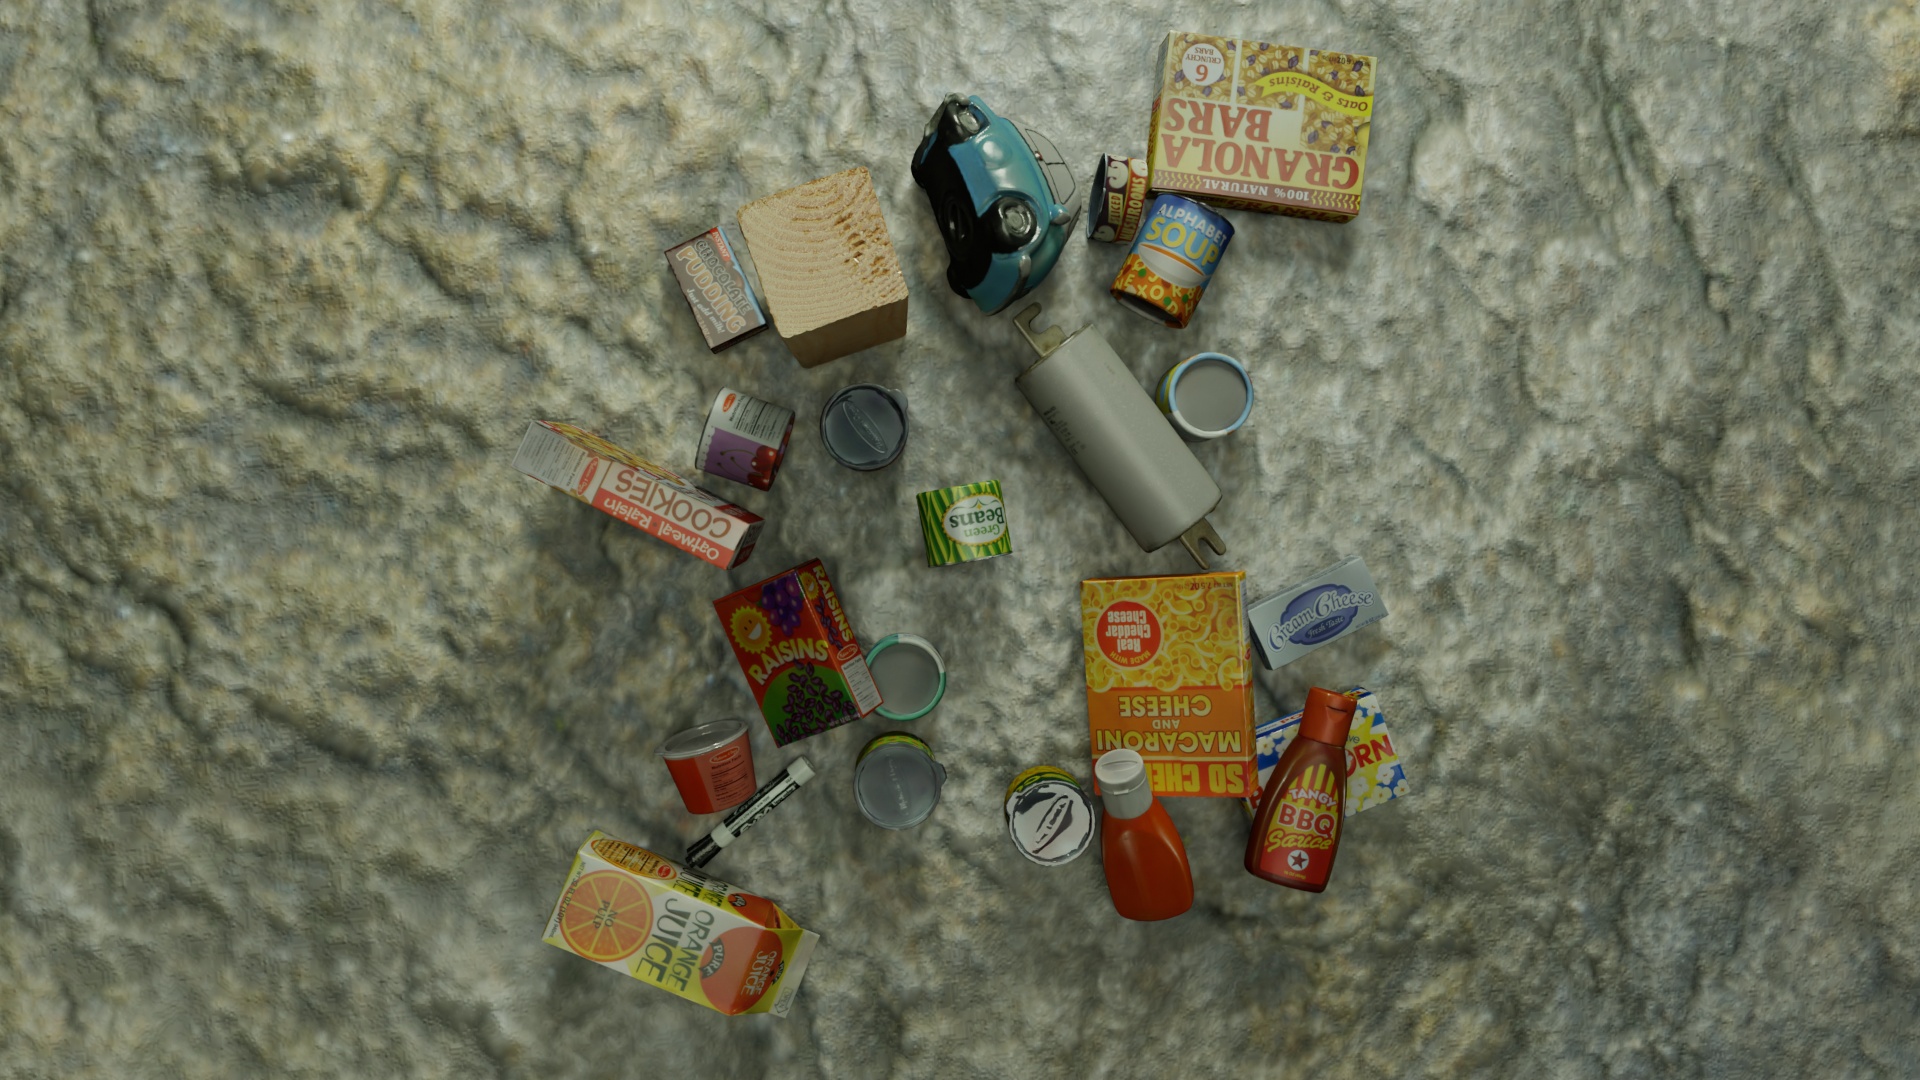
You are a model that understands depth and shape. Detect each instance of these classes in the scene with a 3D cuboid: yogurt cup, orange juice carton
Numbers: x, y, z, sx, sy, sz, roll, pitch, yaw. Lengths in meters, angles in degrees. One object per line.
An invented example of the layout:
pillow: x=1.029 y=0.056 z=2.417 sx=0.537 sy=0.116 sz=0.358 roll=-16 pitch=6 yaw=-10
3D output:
yogurt cup: x=-0.188 y=0.173 z=1.056 sx=0.072 sy=0.072 sz=0.054 roll=-15 pitch=100 yaw=-2
orange juice carton: x=-0.208 y=0.295 z=1.052 sx=0.193 sy=0.073 sz=0.072 roll=23 pitch=90 yaw=-4

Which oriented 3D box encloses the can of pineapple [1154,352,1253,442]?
can of pineapple: x=0.188 y=-0.112 z=1.072 sx=0.071 sy=0.058 sz=0.071 roll=0 pitch=91 yaw=-3

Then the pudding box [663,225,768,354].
pudding box: x=-0.186 y=-0.192 z=1.064 sx=0.050 sy=0.030 sz=0.083 roll=-25 pitch=93 yaw=-3

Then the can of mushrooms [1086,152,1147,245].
can of mushrooms: x=0.119 y=-0.259 z=1.059 sx=0.033 sy=0.071 sz=0.071 roll=10 pitch=91 yaw=-5

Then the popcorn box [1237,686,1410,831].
popcorn box: x=0.277 y=0.178 z=1.092 sx=0.127 sy=0.038 sz=0.085 roll=-21 pitch=91 yaw=-2

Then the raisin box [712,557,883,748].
raisin box: x=-0.124 y=0.085 z=1.051 sx=0.086 sy=0.040 sz=0.123 roll=-22 pitch=93 yaw=30

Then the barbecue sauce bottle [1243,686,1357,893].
barbecue sauce bottle: x=0.263 y=0.186 z=1.050 sx=0.065 sy=0.043 sz=0.148 roll=15 pitch=90 yaw=-1

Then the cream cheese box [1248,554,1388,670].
cream cheese box: x=0.279 y=0.057 z=1.097 sx=0.104 sy=0.024 sz=0.053 roll=-26 pitch=91 yaw=-2

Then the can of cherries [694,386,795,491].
can of cherries: x=-0.163 y=-0.075 z=1.052 sx=0.058 sy=0.071 sz=0.071 roll=18 pitch=91 yaw=-4

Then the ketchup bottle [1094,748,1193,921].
ketchup bottle: x=0.134 y=0.223 z=1.049 sx=0.065 sy=0.044 sz=0.148 roll=-10 pitch=123 yaw=12

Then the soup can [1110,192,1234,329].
soup can: x=0.162 y=-0.214 z=1.062 sx=0.071 sy=0.071 sz=0.083 roll=27 pitch=90 yaw=-3

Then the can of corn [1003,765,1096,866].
can of corn: x=0.066 y=0.210 z=1.072 sx=0.071 sy=0.058 sz=0.071 roll=0 pitch=92 yaw=-3

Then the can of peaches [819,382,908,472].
can of peaches: x=-0.071 y=-0.086 z=1.059 sx=0.071 sy=0.058 sz=0.071 roll=0 pitch=91 yaw=-3

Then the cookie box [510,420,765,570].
cookie box: x=-0.230 y=-0.032 z=1.018 sx=0.167 sy=0.123 sz=0.040 roll=26 pitch=91 yaw=-3

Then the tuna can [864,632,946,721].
tuna can: x=-0.046 y=0.108 z=1.076 sx=0.071 sy=0.033 sz=0.071 roll=0 pitch=91 yaw=-3

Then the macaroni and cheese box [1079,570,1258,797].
macaroni and cheese box: x=0.160 y=0.110 z=1.063 sx=0.123 sy=0.040 sz=0.166 roll=-3 pitch=92 yaw=22

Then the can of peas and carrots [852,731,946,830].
can of peas and carrots: x=-0.047 y=0.182 z=1.065 sx=0.071 sy=0.059 sz=0.071 roll=0 pitch=91 yaw=-4

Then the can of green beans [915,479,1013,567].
can of green beans: x=0.003 y=-0.013 z=1.060 sx=0.071 sy=0.071 sz=0.058 roll=-10 pitch=92 yaw=-3

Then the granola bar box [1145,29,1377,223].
granola bar box: x=0.232 y=-0.320 z=1.079 sx=0.166 sy=0.039 sz=0.124 roll=6 pitch=91 yaw=-3
